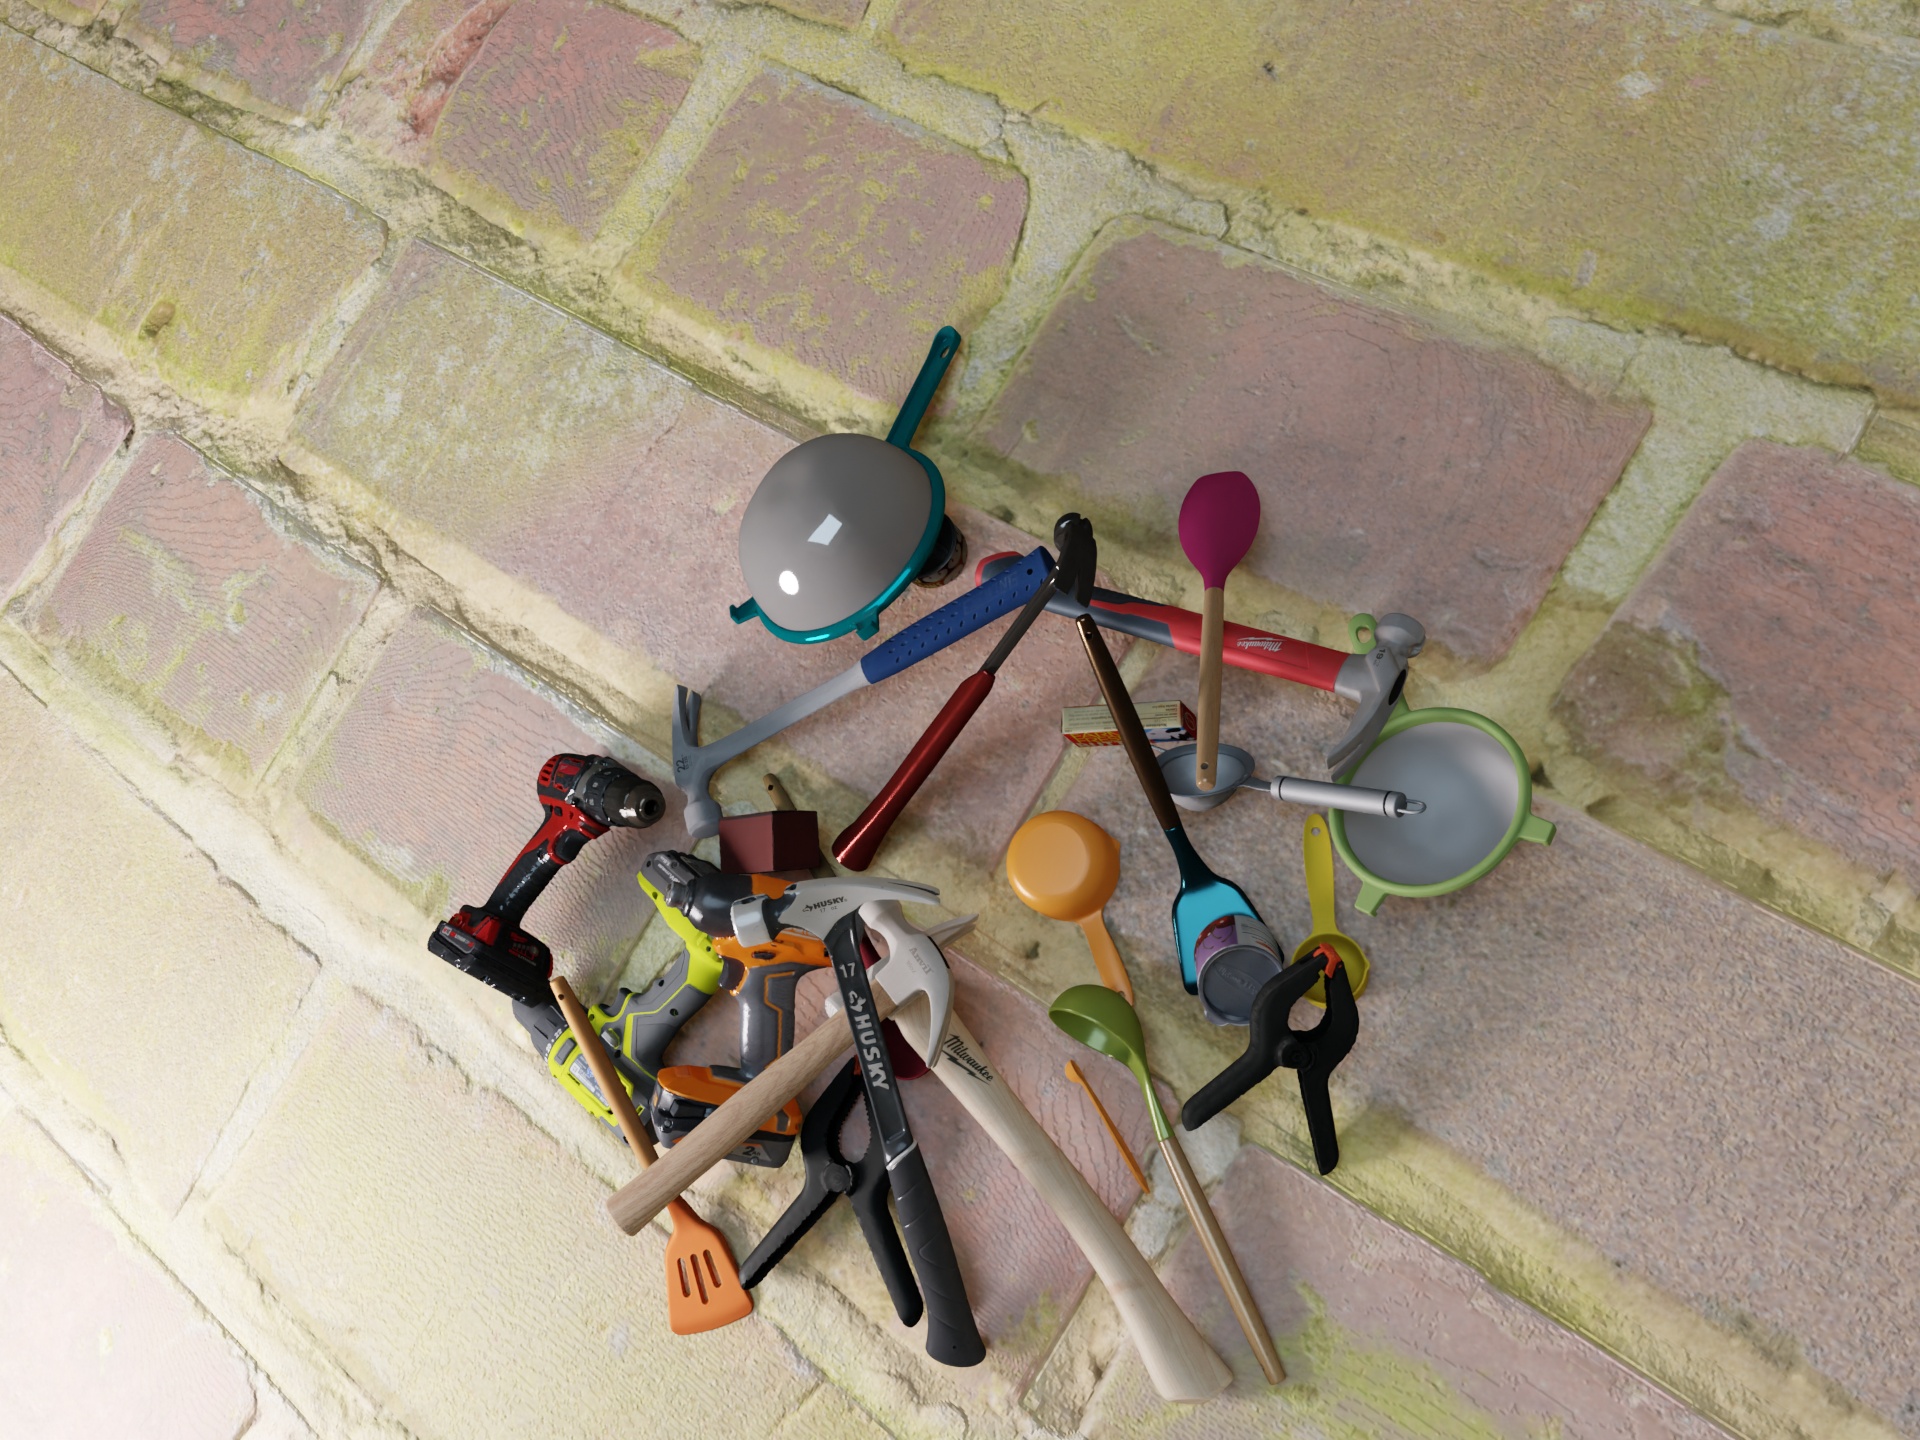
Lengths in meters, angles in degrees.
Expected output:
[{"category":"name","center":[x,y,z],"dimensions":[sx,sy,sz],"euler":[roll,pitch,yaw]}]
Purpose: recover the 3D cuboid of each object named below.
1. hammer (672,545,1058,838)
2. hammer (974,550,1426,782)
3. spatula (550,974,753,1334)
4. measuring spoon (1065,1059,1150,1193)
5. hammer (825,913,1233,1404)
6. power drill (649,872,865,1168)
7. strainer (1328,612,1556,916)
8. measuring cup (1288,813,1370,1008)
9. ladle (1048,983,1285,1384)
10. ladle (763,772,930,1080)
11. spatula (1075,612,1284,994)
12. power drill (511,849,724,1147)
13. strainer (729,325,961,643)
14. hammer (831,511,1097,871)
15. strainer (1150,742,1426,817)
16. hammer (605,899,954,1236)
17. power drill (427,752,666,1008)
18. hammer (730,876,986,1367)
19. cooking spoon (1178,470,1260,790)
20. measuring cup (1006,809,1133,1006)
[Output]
[{"category":"hammer","center":[-0.093,-0.044,1.390],"dimensions":[0.405,0.035,0.144],"euler":[-28,62,21]},{"category":"hammer","center":[0.165,-0.064,1.287],"dimensions":[0.386,0.038,0.143],"euler":[19,63,33]},{"category":"spatula","center":[-0.267,0.358,1.319],"dimensions":[0.081,0.041,0.322],"euler":[-22,100,15]},{"category":"measuring spoon","center":[0.113,0.317,1.236],"dimensions":[0.011,0.021,0.117],"euler":[-33,78,10]},{"category":"hammer","center":[0.071,0.338,1.233],"dimensions":[0.146,0.038,0.411],"euler":[-32,69,-22]},{"category":"power drill","center":[-0.184,0.237,1.303],"dimensions":[0.164,0.084,0.226],"euler":[16,91,-16]},{"category":"strainer","center":[0.350,0.029,1.218],"dimensions":[0.151,0.069,0.257],"euler":[-28,49,22]},{"category":"measuring cup","center":[0.282,0.148,1.229],"dimensions":[0.062,0.029,0.157],"euler":[-9,60,19]},{"category":"ladle","center":[0.157,0.346,1.202],"dimensions":[0.062,0.078,0.320],"euler":[-20,72,-14]},{"category":"ladle","center":[-0.099,0.170,1.369],"dimensions":[0.069,0.031,0.316],"euler":[-38,63,11]},{"category":"spatula","center":[0.154,0.062,1.216],"dimensions":[0.082,0.044,0.317],"euler":[-21,108,13]},{"category":"power drill","center":[-0.282,0.231,1.397],"dimensions":[0.191,0.080,0.228],"euler":[36,93,25]},{"category":"strainer","center":[-0.097,-0.234,1.418],"dimensions":[0.211,0.095,0.340],"euler":[10,68,44]},{"category":"hammer","center":[-0.002,-0.004,1.287],"dimensions":[0.036,0.149,0.359],"euler":[32,117,-10]},{"category":"strainer","center":[0.240,0.053,1.223],"dimensions":[0.258,0.087,0.050],"euler":[7,121,45]},{"category":"hammer","center":[-0.141,0.285,1.235],"dimensions":[0.331,0.031,0.130],"euler":[-41,73,3]},{"category":"power drill","center":[-0.357,0.134,1.407],"dimensions":[0.188,0.080,0.227],"euler":[8,65,52]},{"category":"hammer","center":[-0.044,0.305,1.189],"dimensions":[0.149,0.036,0.408],"euler":[-14,104,3]},{"category":"cooking spoon","center":[0.198,-0.081,1.247],"dimensions":[0.069,0.017,0.319],"euler":[-6,53,20]},{"category":"measuring cup","center":[0.096,0.152,1.280],"dimensions":[0.095,0.052,0.174],"euler":[-28,65,12]}]
